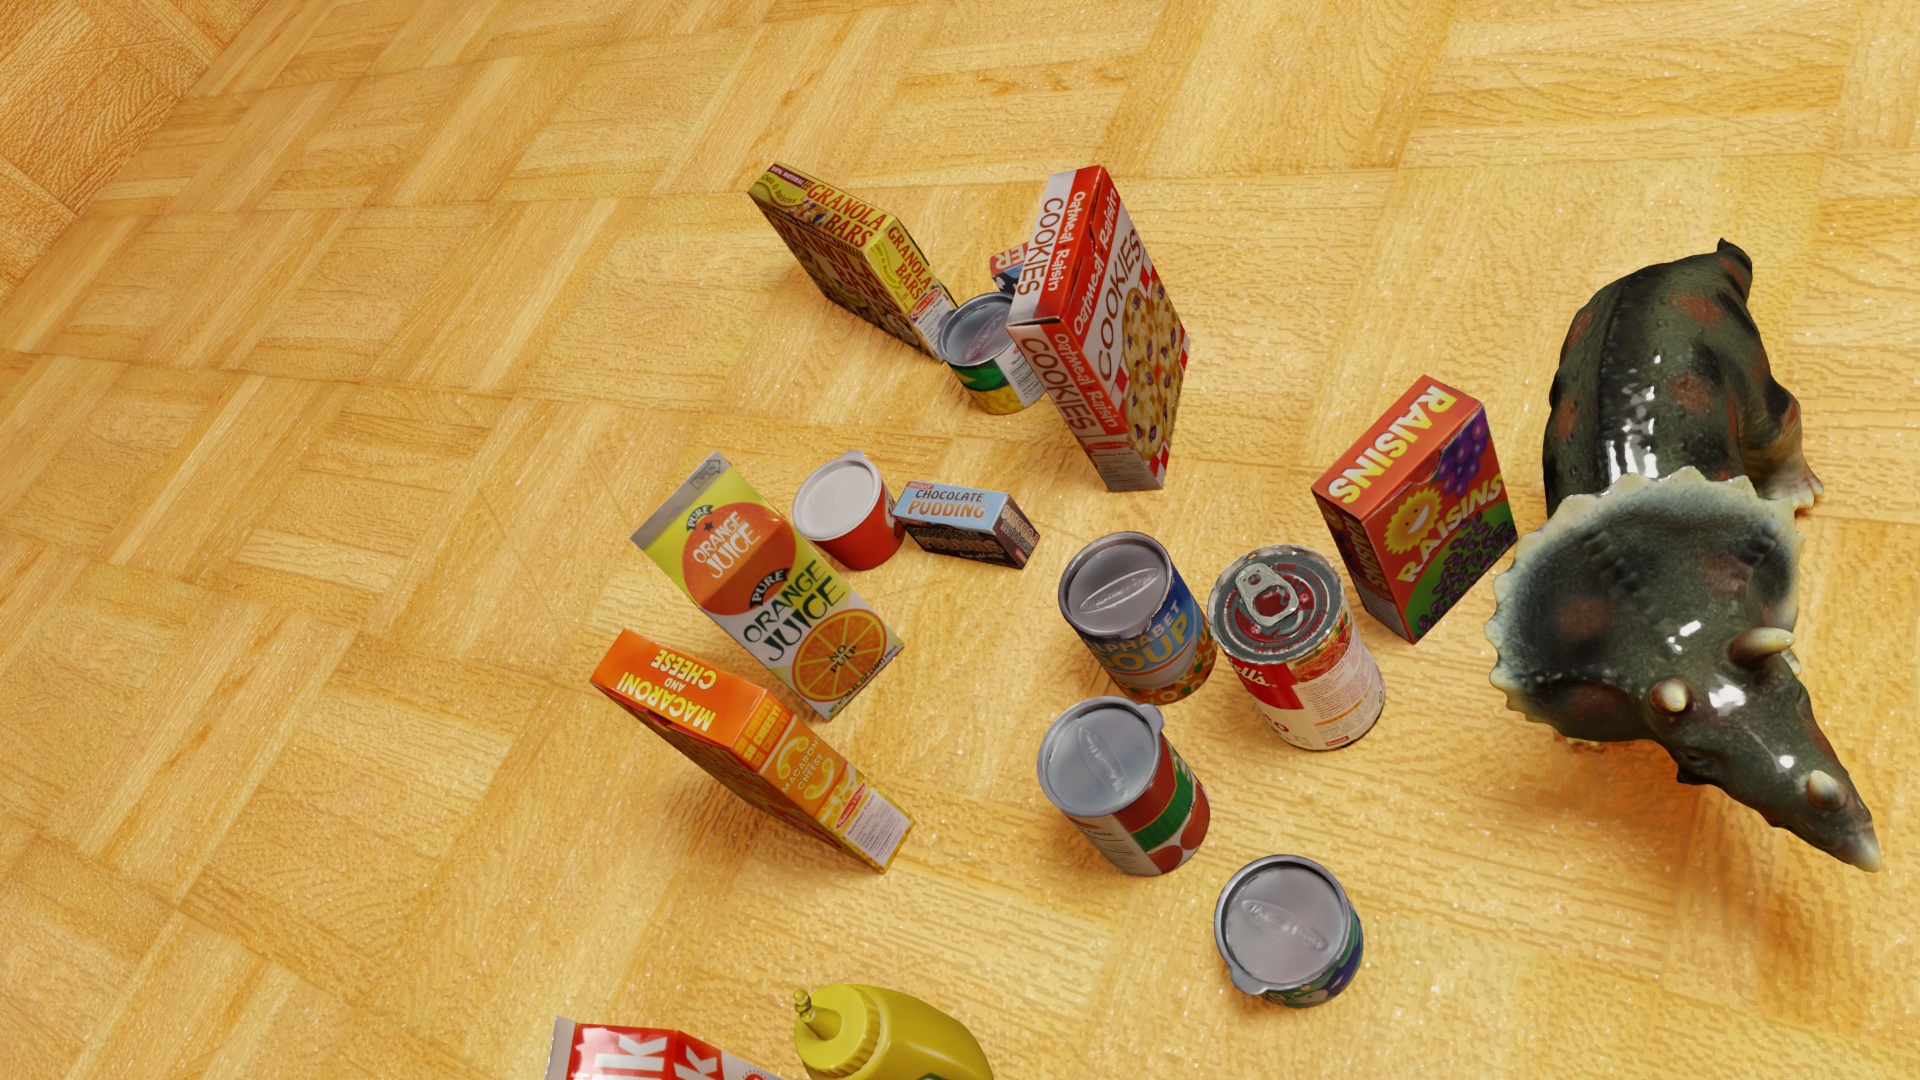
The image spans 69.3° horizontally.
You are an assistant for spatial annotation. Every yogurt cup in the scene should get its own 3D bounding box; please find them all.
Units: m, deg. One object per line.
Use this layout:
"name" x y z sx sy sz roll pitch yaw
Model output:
"yogurt cup" -0.073 -0.016 0.948 0.072 0.053 0.073 -16 50 20

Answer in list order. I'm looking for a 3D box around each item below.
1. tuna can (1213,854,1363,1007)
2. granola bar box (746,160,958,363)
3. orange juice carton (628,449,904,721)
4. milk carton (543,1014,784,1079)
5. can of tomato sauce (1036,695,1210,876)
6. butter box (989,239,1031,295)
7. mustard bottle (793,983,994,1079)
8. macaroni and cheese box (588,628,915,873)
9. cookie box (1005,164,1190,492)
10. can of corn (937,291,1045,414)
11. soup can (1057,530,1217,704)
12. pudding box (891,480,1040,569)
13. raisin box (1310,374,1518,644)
"tuna can" 0.157 0.190 0.668 0.071 0.032 0.071 -16 50 20
"granola bar box" -0.077 -0.212 1.051 0.039 0.124 0.166 -47 47 -8
"orange juice carton" -0.120 0.025 0.849 0.072 0.192 0.073 -45 46 -6
"milk carton" -0.138 0.287 0.661 0.073 0.190 0.073 -16 50 21
"can of tomato sauce" 0.088 0.127 0.722 0.071 0.083 0.071 -16 50 20
"butter box" 0.078 -0.198 0.997 0.103 0.053 0.024 -20 49 17
"mustard bottle" -0.038 0.244 0.655 0.065 0.159 0.049 -36 46 3
"macaroni and cheese box" -0.116 0.122 0.791 0.124 0.166 0.040 16 67 38
"cookie box" 0.091 -0.127 0.856 0.040 0.167 0.123 -3 55 29
"can of corn" 0.024 -0.131 0.974 0.071 0.058 0.071 -16 50 20
"soup can" 0.101 0.047 0.775 0.071 0.083 0.072 -16 50 20
"pudding box" 0.003 -0.011 0.902 0.084 0.049 0.030 10 63 36
"raisin box" 0.236 -0.013 0.713 0.086 0.123 0.040 -44 46 -5
